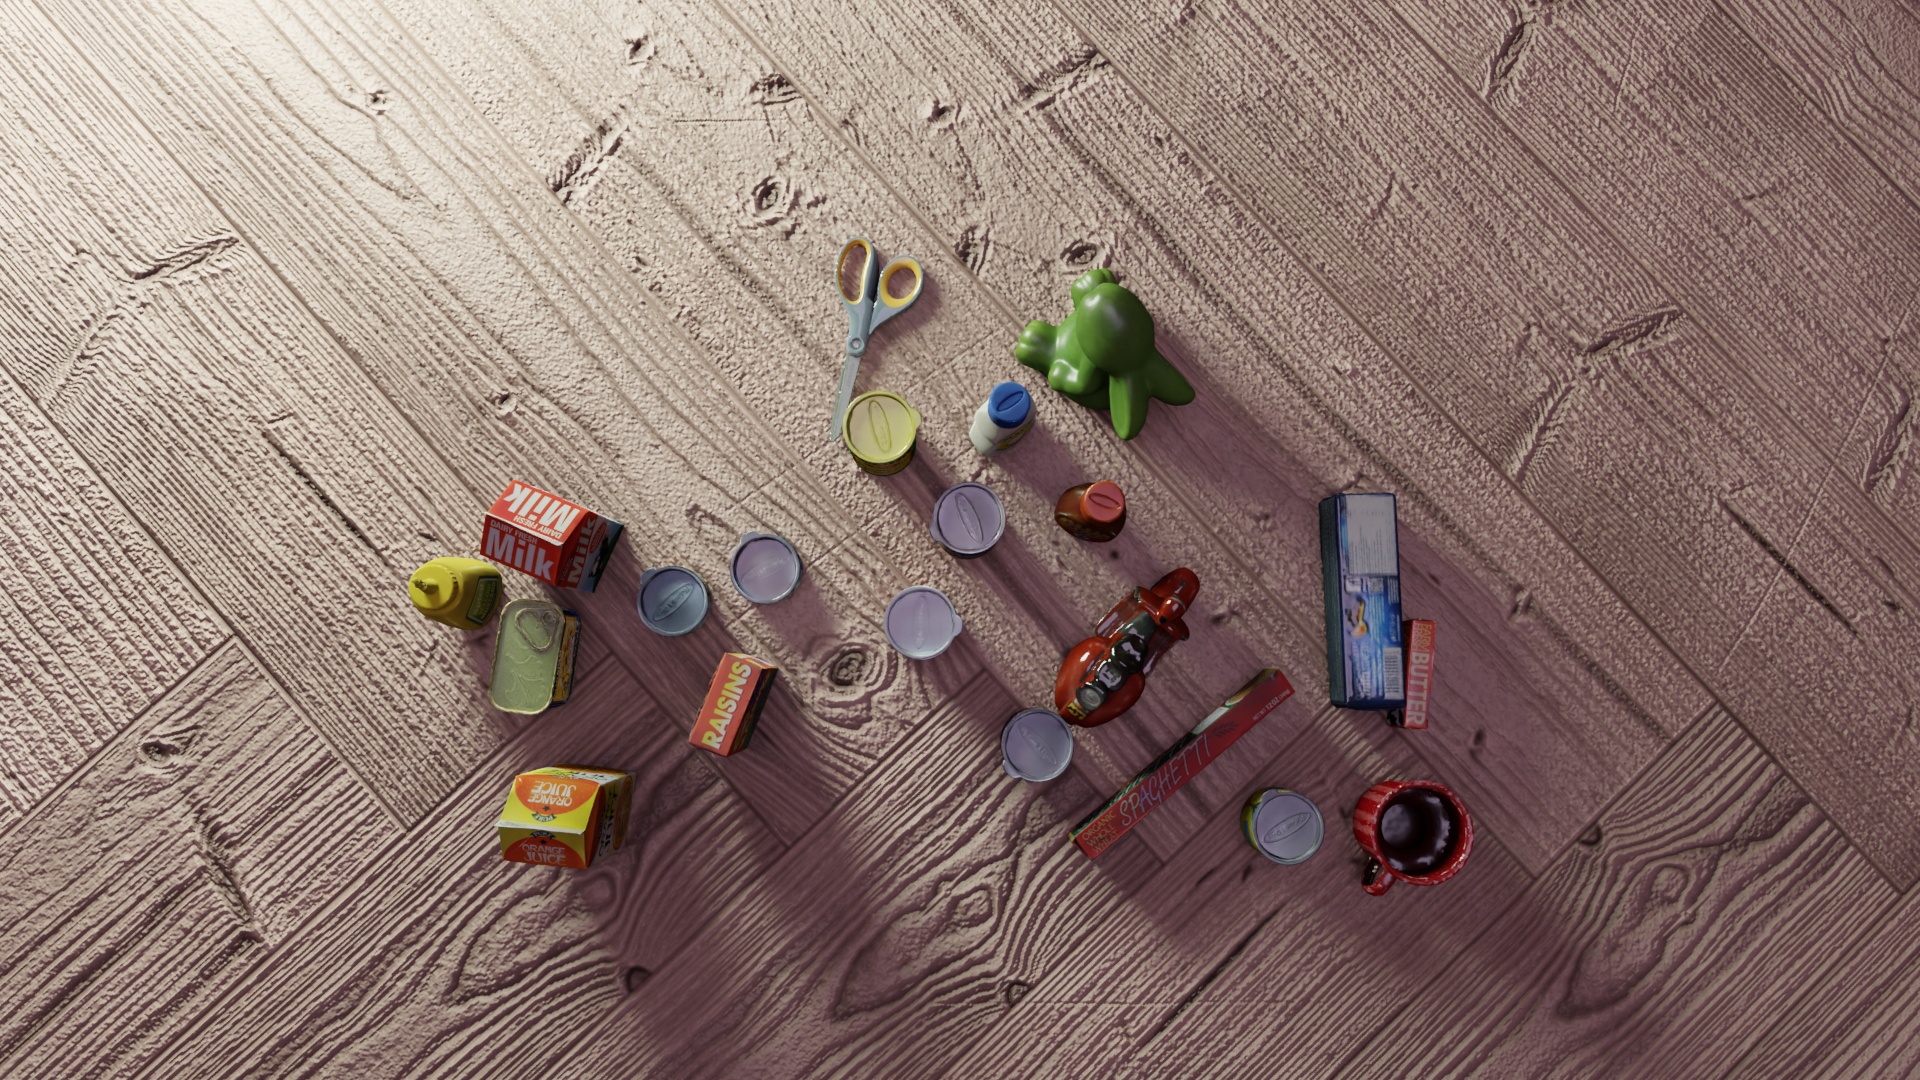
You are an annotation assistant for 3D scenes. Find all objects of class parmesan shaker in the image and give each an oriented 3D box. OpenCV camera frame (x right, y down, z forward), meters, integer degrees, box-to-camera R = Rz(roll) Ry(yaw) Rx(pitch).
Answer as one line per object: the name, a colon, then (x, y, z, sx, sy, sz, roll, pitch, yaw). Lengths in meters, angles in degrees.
parmesan shaker: (-0.071, -0.098, 1.291, 0.071, 0.103, 0.071, 0, 85, -1)

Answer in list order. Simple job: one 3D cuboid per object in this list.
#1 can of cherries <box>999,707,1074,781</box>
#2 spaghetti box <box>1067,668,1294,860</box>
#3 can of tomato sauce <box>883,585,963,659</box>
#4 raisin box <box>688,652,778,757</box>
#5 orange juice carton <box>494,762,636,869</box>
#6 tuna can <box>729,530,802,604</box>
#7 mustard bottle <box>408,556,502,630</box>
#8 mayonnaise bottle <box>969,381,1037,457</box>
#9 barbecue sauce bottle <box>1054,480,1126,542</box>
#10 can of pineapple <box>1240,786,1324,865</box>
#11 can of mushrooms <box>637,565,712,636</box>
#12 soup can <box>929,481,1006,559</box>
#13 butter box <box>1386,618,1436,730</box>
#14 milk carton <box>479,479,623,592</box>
can of cherries: (0.067, 0.190, 1.289, 0.071, 0.058, 0.071, 0, 85, -1)
spaghetti box: (0.204, 0.207, 1.295, 0.250, 0.050, 0.028, -39, 87, -5)
can of tomato sauce: (-0.034, 0.077, 1.285, 0.071, 0.083, 0.071, 0, 85, -1)
raisin box: (-0.204, 0.146, 1.254, 0.040, 0.123, 0.086, 22, 85, 1)
orange juice carton: (-0.341, 0.239, 1.207, 0.072, 0.192, 0.073, 7, 85, -1)
tuna can: (-0.184, 0.025, 1.312, 0.071, 0.033, 0.071, 0, 85, -1)
mustard bottle: (-0.455, 0.046, 1.239, 0.049, 0.160, 0.065, 15, 85, 0)
mayonnaise bottle: (0.041, -0.113, 1.273, 0.065, 0.148, 0.041, -35, 87, -4)
barbecue sauce bottle: (0.123, -0.028, 1.266, 0.065, 0.148, 0.043, 22, 85, 1)
can of pineapple: (0.297, 0.262, 1.288, 0.071, 0.058, 0.071, 0, 85, -1)
can of mushrooms: (-0.270, 0.056, 1.306, 0.071, 0.033, 0.071, 0, 85, -1)
soup can: (0.005, -0.016, 1.295, 0.071, 0.083, 0.071, 0, 85, -1)
butter box: (0.424, 0.126, 1.307, 0.024, 0.053, 0.103, 7, 84, -1)
milk carton: (-0.363, -0.003, 1.231, 0.072, 0.190, 0.073, 23, 85, 1)
